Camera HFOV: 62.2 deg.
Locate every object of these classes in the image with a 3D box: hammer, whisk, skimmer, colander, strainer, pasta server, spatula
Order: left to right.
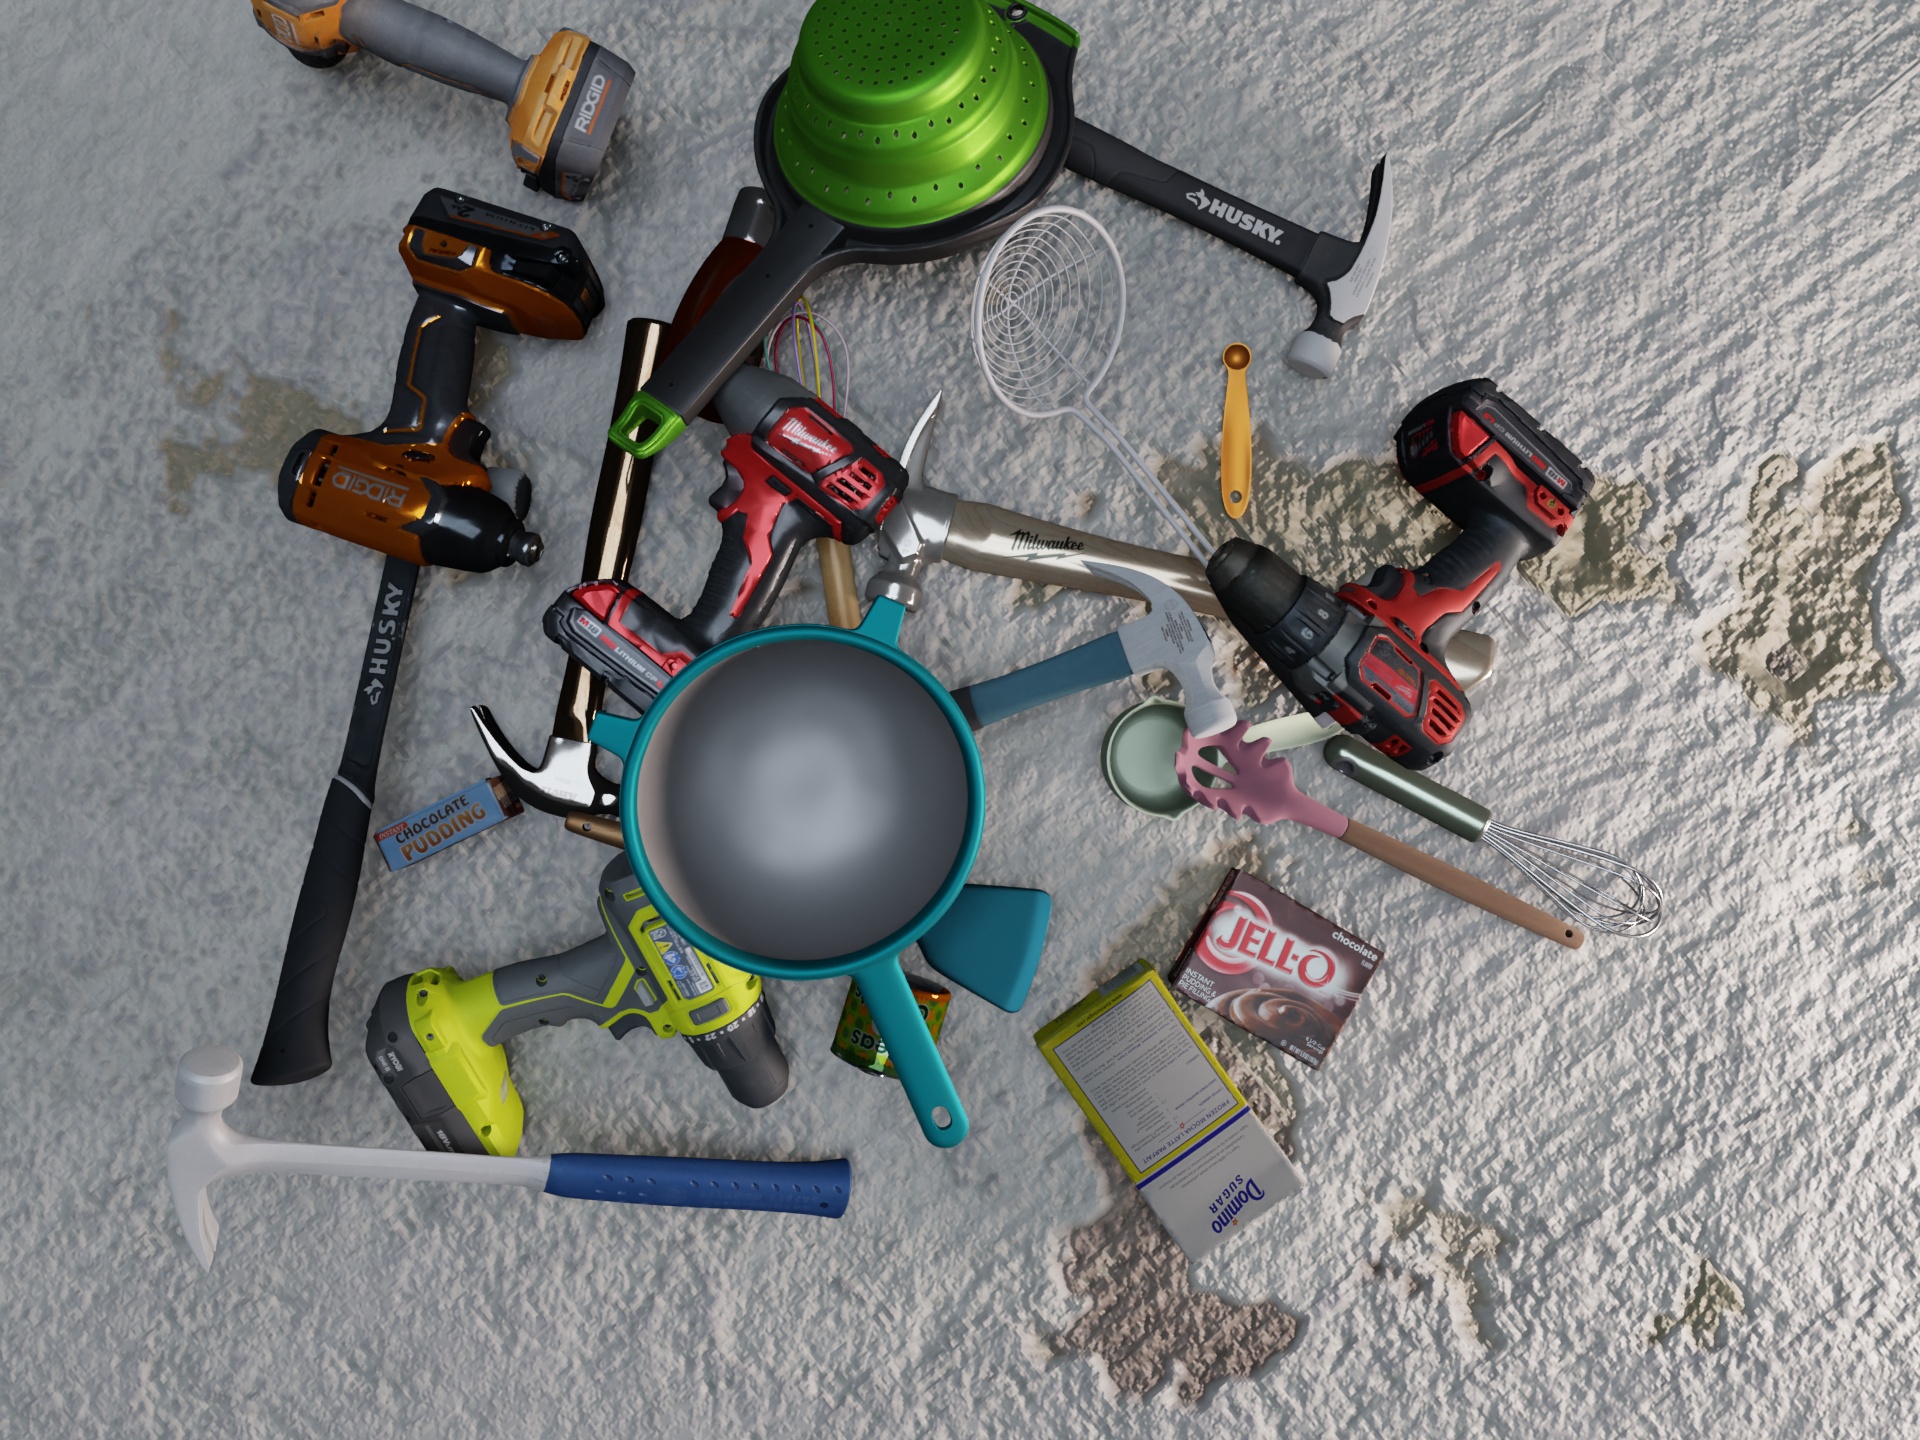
[{"bbox_3d":[-0.384,0.024,1.003,0.149,0.036,0.409,8,77,2],"label":"hammer"},{"bbox_3d":[-0.267,0.282,0.980,0.405,0.035,0.144,9,114,-19],"label":"hammer"},{"bbox_3d":[-0.235,-0.101,1.048,0.130,0.031,0.331,10,89,-1],"label":"hammer"},{"bbox_3d":[-0.102,0.108,1.033,0.317,0.044,0.082,16,90,-7],"label":"spatula"},{"bbox_3d":[-0.085,-0.326,0.954,0.205,0.094,0.397,34,78,20],"label":"colander"},{"bbox_3d":[-0.090,-0.155,1.040,0.051,0.047,0.245,-13,97,-44],"label":"whisk"},{"bbox_3d":[-0.071,0.099,0.972,0.211,0.095,0.340,-23,104,-3],"label":"strainer"},{"bbox_3d":[-0.002,-0.003,1.011,0.331,0.033,0.128,-20,77,13],"label":"hammer"},{"bbox_3d":[0.126,-0.363,1.051,0.335,0.035,0.146,26,90,0],"label":"hammer"},{"bbox_3d":[0.137,-0.149,0.988,0.127,0.090,0.363,-39,90,-24],"label":"skimmer"},{"bbox_3d":[0.152,-0.099,1.050,0.410,0.038,0.146,14,88,-1],"label":"hammer"},{"bbox_3d":[0.273,0.081,1.029,0.316,0.040,0.060,25,80,-9],"label":"pasta server"},{"bbox_3d":[0.351,0.073,1.050,0.246,0.057,0.059,28,55,3],"label":"whisk"}]

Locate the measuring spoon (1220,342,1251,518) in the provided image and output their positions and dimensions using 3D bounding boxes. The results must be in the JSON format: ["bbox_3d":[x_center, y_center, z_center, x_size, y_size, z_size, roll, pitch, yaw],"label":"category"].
[{"bbox_3d":[0.184,-0.193,1.065,0.021,0.011,0.117,0,93,-1],"label":"measuring spoon"}]

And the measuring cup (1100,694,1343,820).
[{"bbox_3d":[0.172,0.015,1.052,0.167,0.038,0.083,-11,93,-10],"label":"measuring cup"}]

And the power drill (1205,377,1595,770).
[{"bbox_3d":[0.271,-0.106,0.991,0.188,0.080,0.227,38,73,-9],"label":"power drill"}]

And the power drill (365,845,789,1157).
[{"bbox_3d":[-0.235,0.198,1.012,0.228,0.080,0.190,-24,110,1],"label":"power drill"}]

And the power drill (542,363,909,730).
[{"bbox_3d":[-0.151,-0.112,0.990,0.143,0.078,0.219,40,91,-1],"label":"power drill"}]

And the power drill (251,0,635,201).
[{"bbox_3d":[-0.330,-0.412,0.999,0.226,0.185,0.084,22,90,-20],"label":"power drill"}]

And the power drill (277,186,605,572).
[{"bbox_3d":[-0.308,-0.204,1.001,0.164,0.084,0.226,19,79,6],"label":"power drill"}]
